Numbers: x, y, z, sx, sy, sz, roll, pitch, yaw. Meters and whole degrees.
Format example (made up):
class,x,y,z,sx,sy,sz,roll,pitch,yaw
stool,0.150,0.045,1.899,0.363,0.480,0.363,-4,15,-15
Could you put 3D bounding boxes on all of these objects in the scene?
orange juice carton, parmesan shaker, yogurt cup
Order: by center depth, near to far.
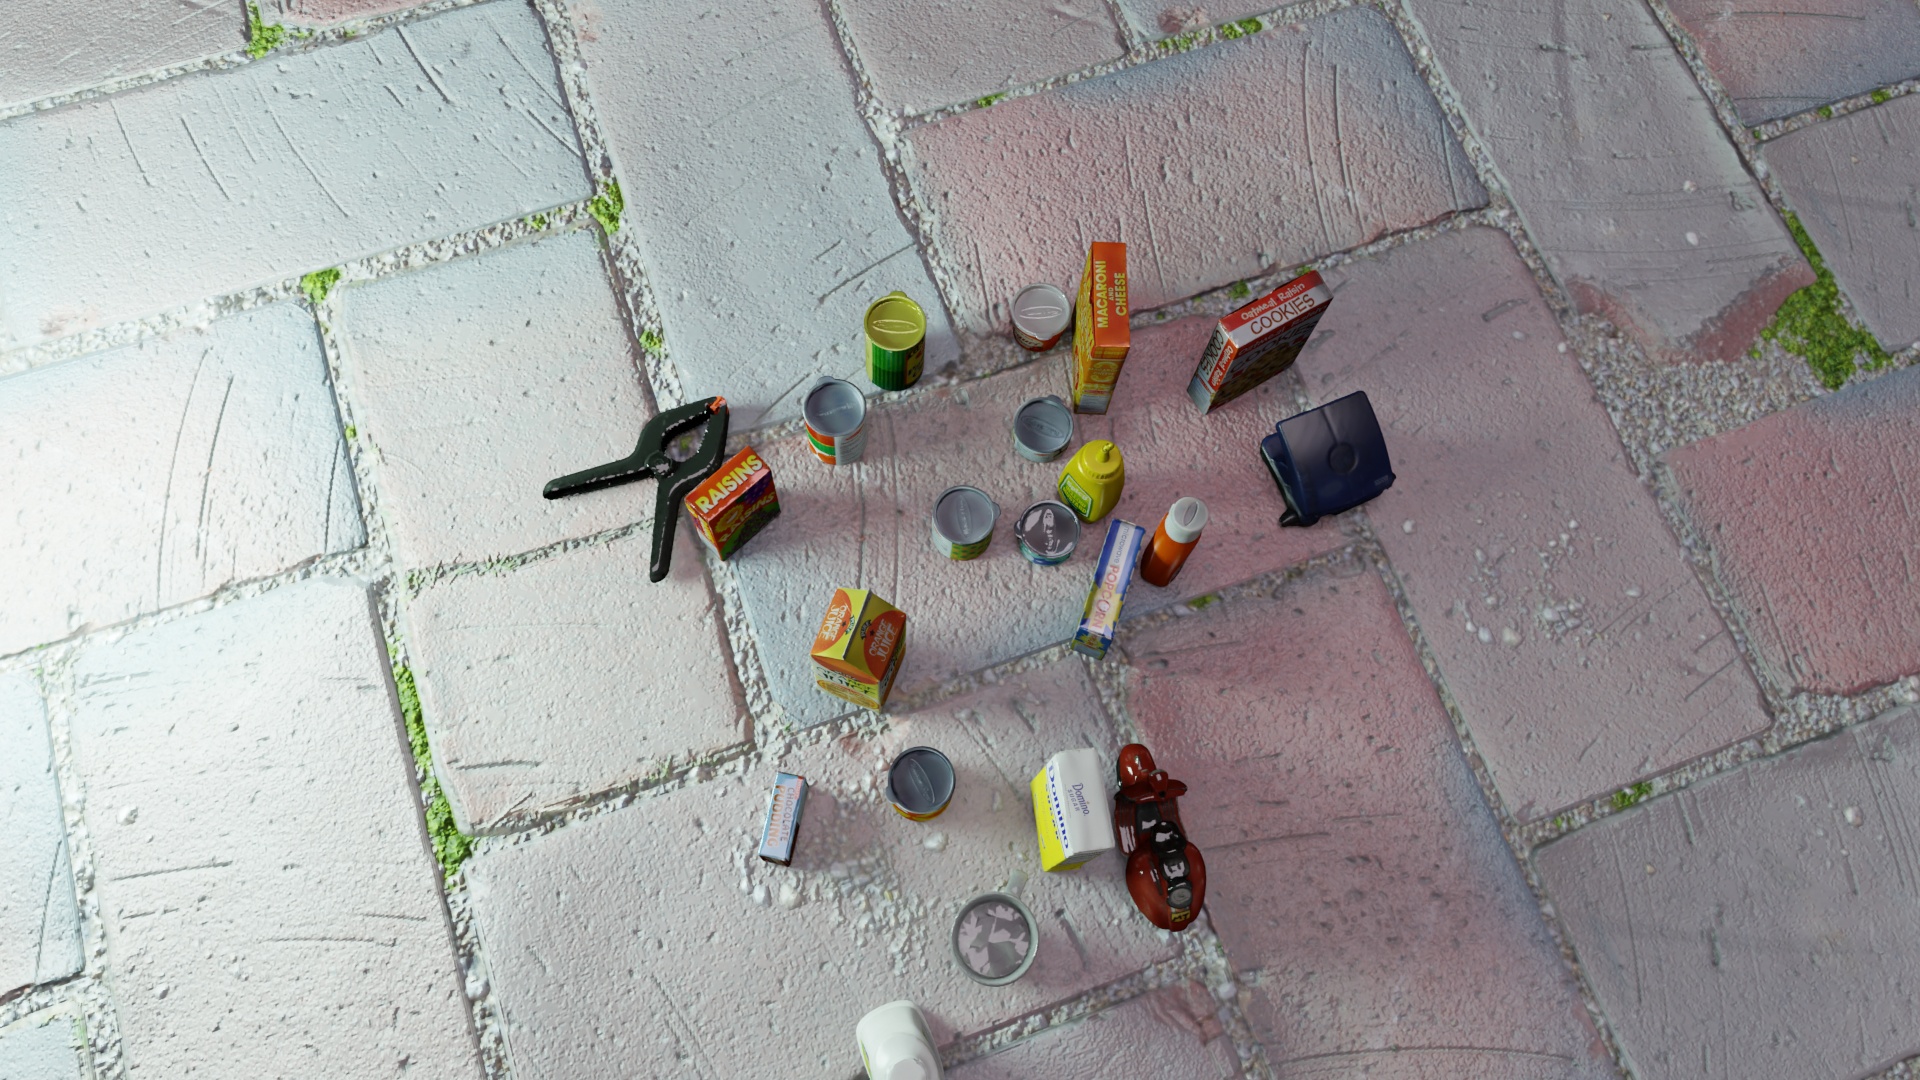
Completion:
class,x,y,z,sx,sy,sz,roll,pitch,yaw
orange juice carton,-0.098,0.104,1.343,0.073,0.192,0.072,20,71,4
parmesan shaker,-0.070,-0.215,1.505,0.071,0.102,0.071,1,71,-2
yogurt cup,0.088,-0.246,1.551,0.072,0.053,0.072,1,71,-2

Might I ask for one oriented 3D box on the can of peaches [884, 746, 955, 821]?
class,x,y,z,sx,sy,sz,roll,pitch,yaw
can of peaches,-0.041,0.241,1.368,0.071,0.058,0.071,1,71,-2

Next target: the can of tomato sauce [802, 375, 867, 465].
class,x,y,z,sx,sy,sz,roll,pitch,yaw
can of tomato sauce,-0.134,-0.127,1.482,0.071,0.082,0.071,1,71,-2

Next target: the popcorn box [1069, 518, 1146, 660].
class,x,y,z,sx,sy,sz,roll,pitch,yaw
popcorn box,0.152,0.051,1.431,0.038,0.085,0.127,18,71,4

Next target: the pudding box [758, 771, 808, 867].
class,x,y,z,sx,sy,sz,roll,pitch,yaw
pudding box,-0.172,0.272,1.355,0.030,0.049,0.084,11,70,1

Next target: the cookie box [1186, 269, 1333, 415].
class,x,y,z,sx,sy,sz,roll,pitch,yaw
cookie box,0.317,-0.211,1.489,0.123,0.167,0.040,-29,75,-12

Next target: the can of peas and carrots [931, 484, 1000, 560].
class,x,y,z,sx,sy,sz,roll,pitch,yaw
can of peas and carrots,0.005,-0.018,1.463,0.071,0.058,0.071,1,71,-2

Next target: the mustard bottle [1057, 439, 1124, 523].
class,x,y,z,sx,sy,sz,roll,pitch,yaw
mustard bottle,0.139,-0.069,1.434,0.049,0.159,0.065,-40,77,-14

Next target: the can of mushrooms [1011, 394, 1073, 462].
class,x,y,z,sx,sy,sz,roll,pitch,yaw
can of mushrooms,0.090,-0.122,1.517,0.071,0.033,0.071,1,70,-2

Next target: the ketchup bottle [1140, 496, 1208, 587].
class,x,y,z,sx,sy,sz,roll,pitch,yaw
ketchup bottle,0.220,-0.002,1.420,0.043,0.148,0.065,26,72,6

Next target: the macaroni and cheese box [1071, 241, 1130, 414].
class,x,y,z,sx,sy,sz,roll,pitch,yaw
macaroni and cheese box,0.147,-0.224,1.486,0.040,0.166,0.124,1,71,-2

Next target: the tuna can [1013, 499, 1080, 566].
class,x,y,z,sx,sy,sz,roll,pitch,yaw
tuna can,0.091,-0.007,1.477,0.071,0.032,0.071,1,70,-2

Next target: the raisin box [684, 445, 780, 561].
class,x,y,z,sx,sy,sz,roll,pitch,yaw
raisin box,-0.231,-0.037,1.423,0.086,0.123,0.040,-42,78,-15
